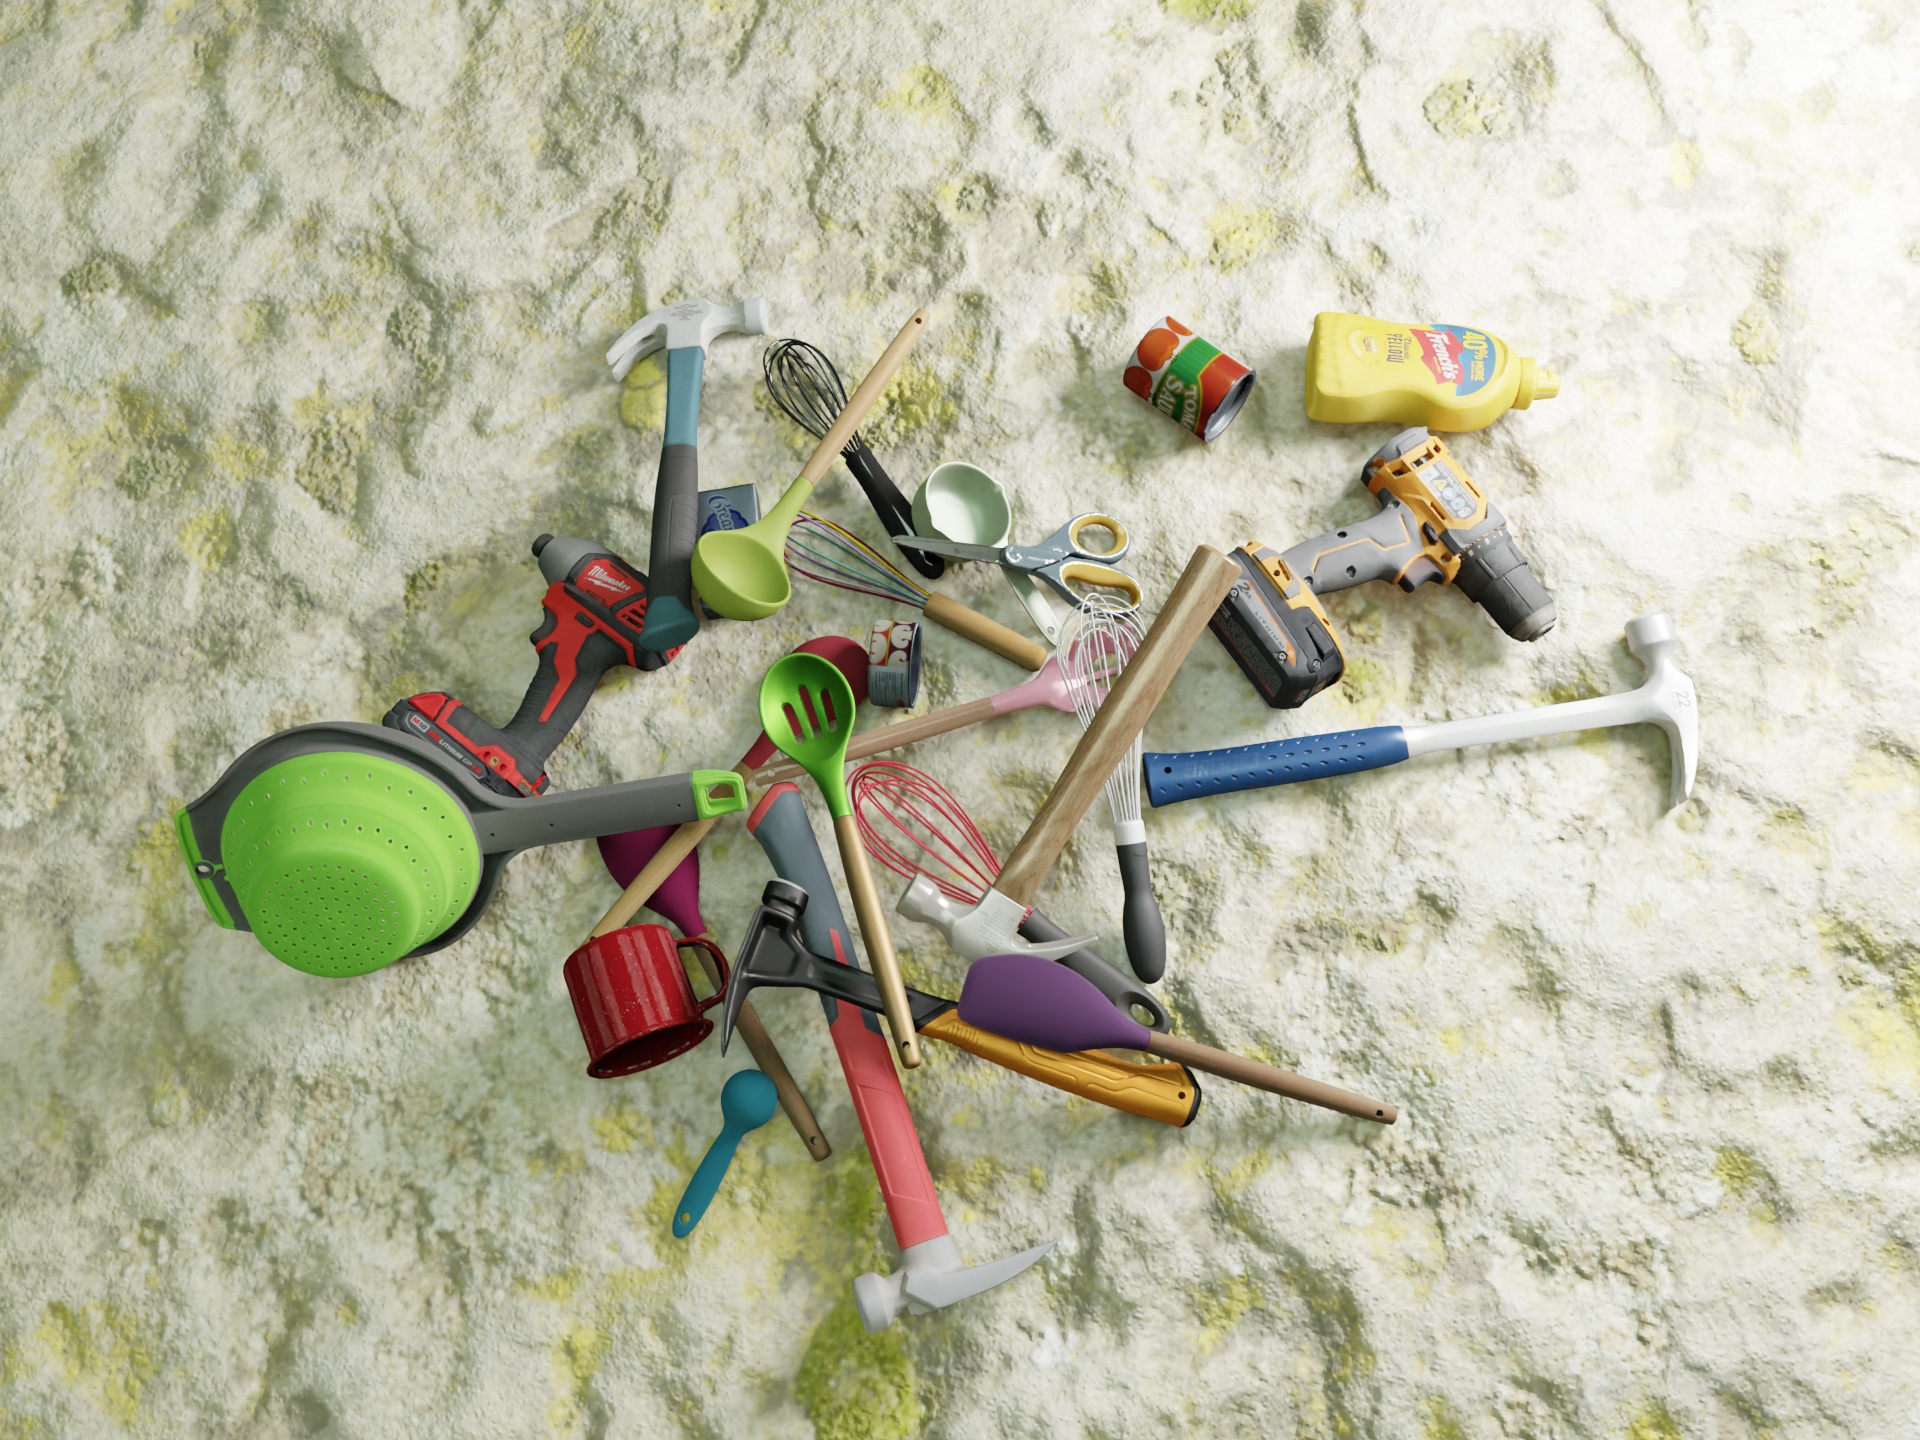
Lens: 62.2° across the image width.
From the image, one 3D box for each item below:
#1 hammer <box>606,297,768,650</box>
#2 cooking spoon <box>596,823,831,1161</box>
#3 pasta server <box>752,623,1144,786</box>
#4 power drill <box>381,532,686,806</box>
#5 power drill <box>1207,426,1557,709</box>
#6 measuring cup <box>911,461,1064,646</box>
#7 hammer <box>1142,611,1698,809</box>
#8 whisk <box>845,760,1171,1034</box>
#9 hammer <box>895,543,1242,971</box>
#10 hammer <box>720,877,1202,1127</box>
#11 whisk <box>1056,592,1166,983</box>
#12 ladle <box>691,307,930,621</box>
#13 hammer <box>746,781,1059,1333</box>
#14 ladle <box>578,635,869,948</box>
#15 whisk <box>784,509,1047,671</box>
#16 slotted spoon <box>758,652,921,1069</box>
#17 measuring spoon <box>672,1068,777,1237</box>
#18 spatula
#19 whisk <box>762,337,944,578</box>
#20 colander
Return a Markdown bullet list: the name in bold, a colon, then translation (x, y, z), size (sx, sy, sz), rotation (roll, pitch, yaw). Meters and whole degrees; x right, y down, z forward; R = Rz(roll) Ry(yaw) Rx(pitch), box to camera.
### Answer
- **hammer**: translation (-0.219, -0.200, 1.244), size (0.128, 0.033, 0.331), rotation (-4, 60, 4)
- **cooking spoon**: translation (-0.179, 0.181, 1.167), size (0.069, 0.017, 0.319), rotation (-32, 73, -4)
- **pasta server**: translation (-0.002, -0.004, 1.186), size (0.316, 0.040, 0.060), rotation (-17, 84, -8)
- **power drill**: translation (-0.325, -0.040, 1.216), size (0.143, 0.078, 0.220), rotation (37, 76, 12)
- **power drill**: translation (0.315, -0.096, 1.188), size (0.226, 0.084, 0.185), rotation (-32, 74, -11)
- **measuring cup**: translation (0.023, -0.122, 1.237), size (0.083, 0.038, 0.167), rotation (-36, 93, -37)
- **hammer**: translation (0.339, 0.020, 1.171), size (0.405, 0.035, 0.144), rotation (-9, 73, 1)
- **whisk**: translation (0.033, 0.131, 1.150), size (0.296, 0.073, 0.073), rotation (39, 79, 7)
- **hammer**: translation (0.096, 0.027, 1.103), size (0.130, 0.031, 0.331), rotation (32, 92, -2)
- **hammer**: translation (0.003, 0.221, 1.102), size (0.337, 0.034, 0.127), rotation (19, 63, -1)
- **whisk**: translation (0.116, 0.049, 1.145), size (0.070, 0.070, 0.284), rotation (-8, 88, 1)
- **ladle**: translation (-0.101, -0.205, 1.210), size (0.078, 0.062, 0.320), rotation (35, 67, -10)
- **hammer**: translation (-0.059, 0.218, 1.134), size (0.143, 0.038, 0.387), rotation (-16, 70, -11)
- **ladle**: translation (-0.177, 0.054, 1.190), size (0.069, 0.031, 0.315), rotation (36, 76, 14)
- **whisk**: translation (-0.044, -0.099, 1.236), size (0.245, 0.051, 0.047), rotation (28, 98, 7)
- **slotted spoon**: translation (-0.078, 0.094, 1.118), size (0.070, 0.031, 0.314), rotation (-19, 67, 1)
- **measuring spoon**: translation (-0.172, 0.305, 1.118), size (0.042, 0.021, 0.128), rotation (26, 84, 21)
- **spatula**: translation (0.153, 0.226, 1.097), size (0.316, 0.018, 0.060), rotation (18, 87, -4)
- **whisk**: translation (-0.083, -0.208, 1.265), size (0.055, 0.055, 0.239), rotation (-33, 78, -6)
- **colander**: translation (-0.347, 0.097, 1.110), size (0.397, 0.204, 0.095), rotation (-9, 30, -3)
